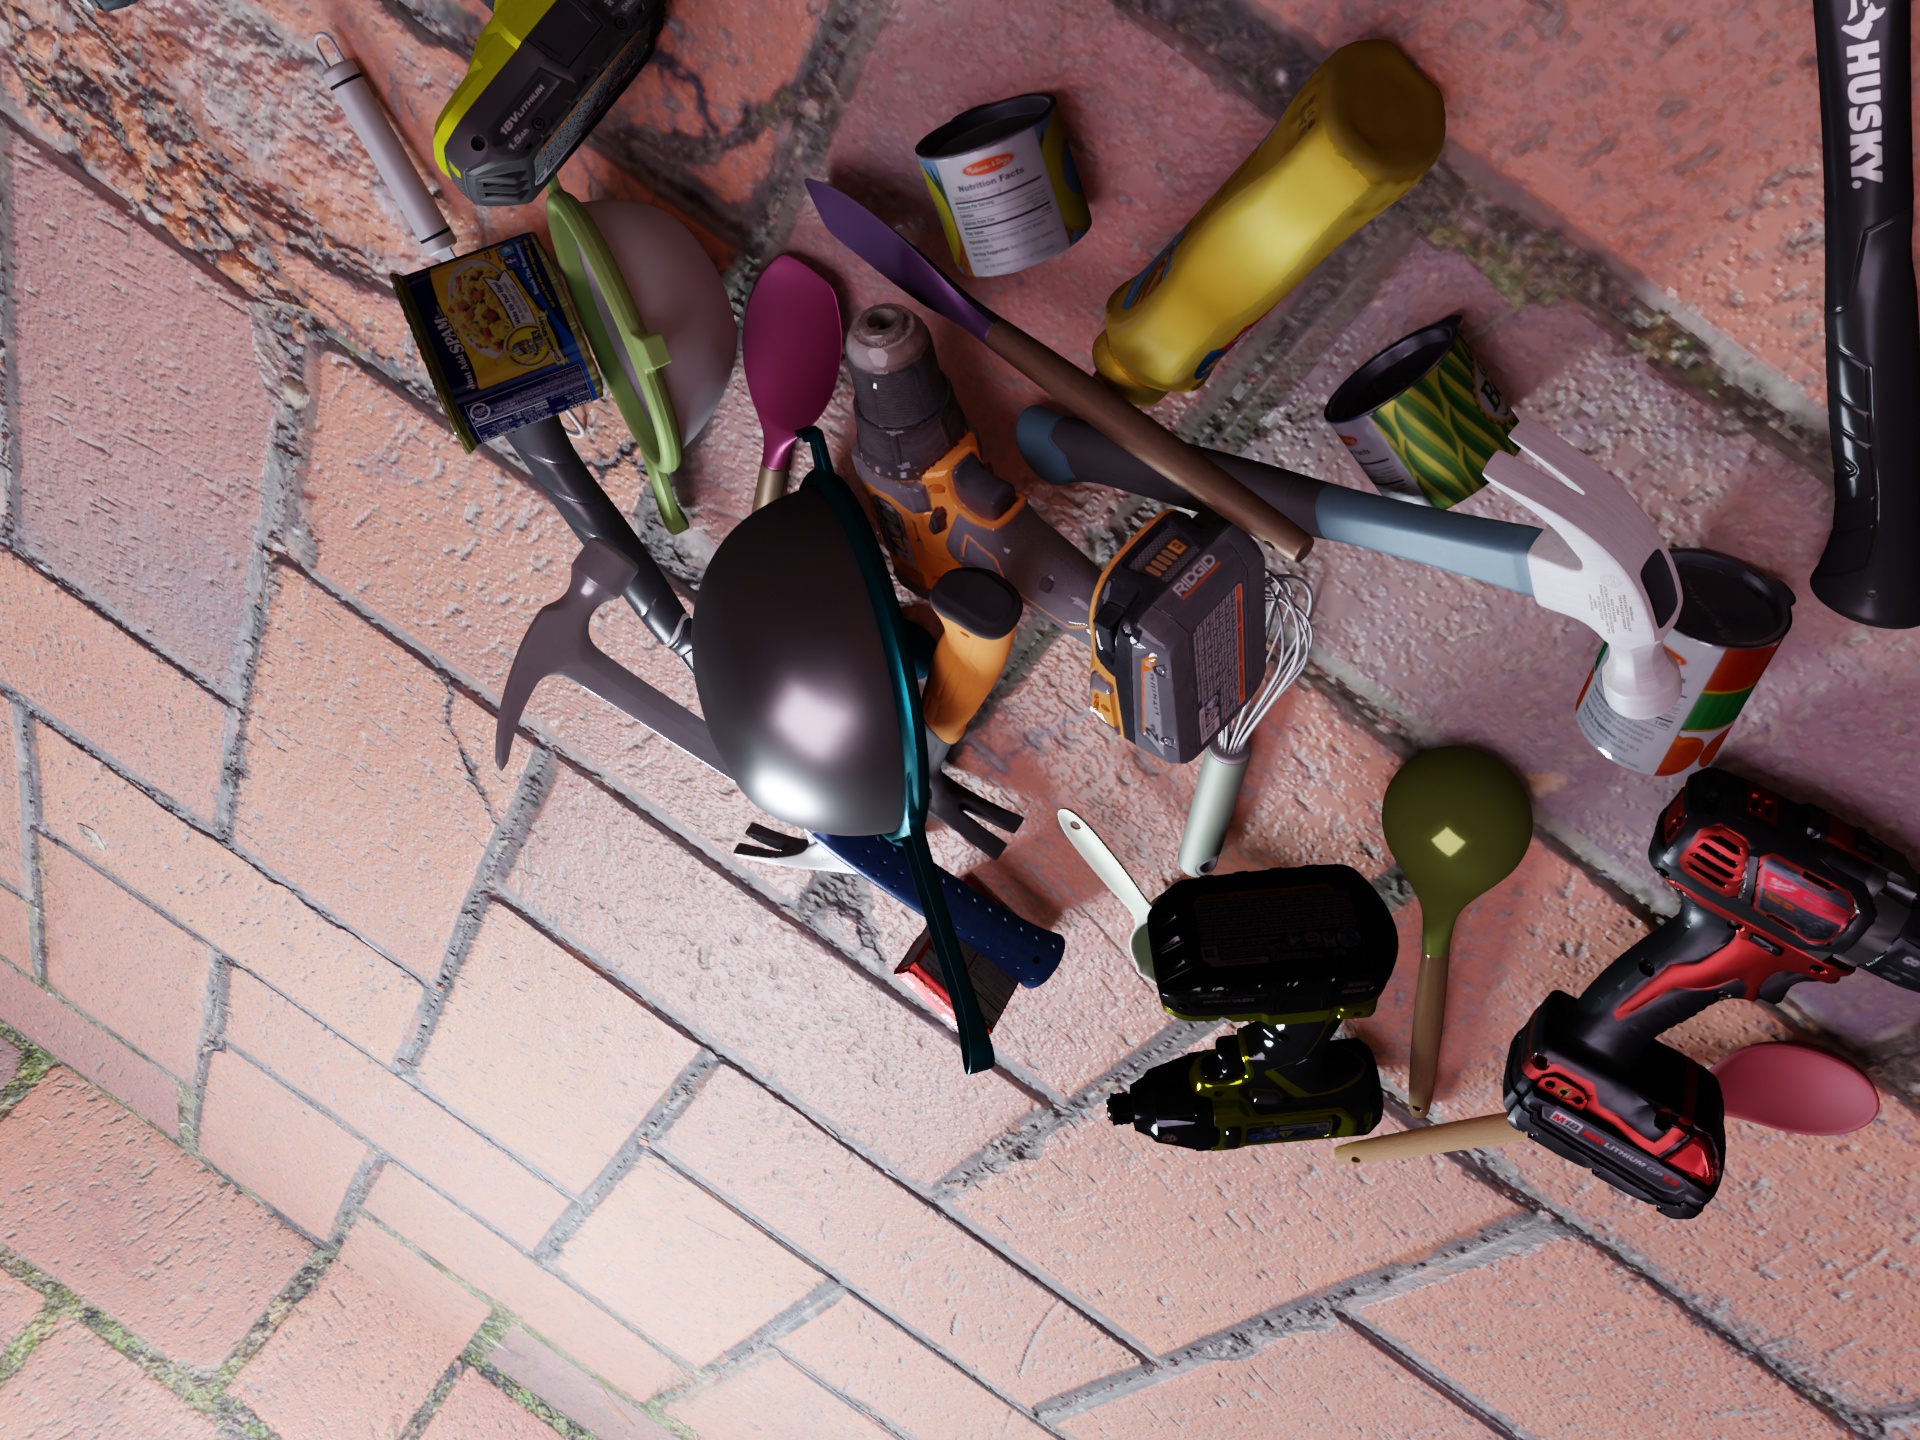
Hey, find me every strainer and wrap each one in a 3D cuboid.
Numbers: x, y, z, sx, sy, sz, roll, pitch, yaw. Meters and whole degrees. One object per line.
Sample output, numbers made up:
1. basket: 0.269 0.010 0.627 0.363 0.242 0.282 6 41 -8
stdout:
1. strainer: -0.074 0.031 0.836 0.210 0.095 0.341 107 147 -62
2. strainer: -0.156 -0.187 0.878 0.152 0.069 0.256 60 167 23
3. strainer: -0.297 -0.267 0.914 0.087 0.050 0.258 -8 121 36

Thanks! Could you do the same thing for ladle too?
1. ladle: 0.280 0.138 0.930 0.078 0.062 0.319 15 142 24
2. ladle: 0.365 0.234 0.935 0.315 0.031 0.069 -21 111 34

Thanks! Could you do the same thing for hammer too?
1. hammer: 0.343 -0.175 0.589 0.146 0.035 0.334 1 129 33
2. hammer: -0.099 0.060 0.992 0.405 0.144 0.035 35 175 -22
3. hammer: -0.001 -0.003 0.874 0.127 0.034 0.336 35 163 4
4. hammer: 0.154 -0.095 0.712 0.331 0.033 0.128 23 153 41
5. hammer: -0.174 -0.044 1.016 0.149 0.036 0.408 -6 130 35

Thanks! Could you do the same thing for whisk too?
1. whisk: 0.151 0.009 0.885 0.059 0.058 0.246 53 153 33

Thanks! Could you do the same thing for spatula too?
1. spatula: 0.034 -0.165 0.722 0.316 0.018 0.059 41 173 24

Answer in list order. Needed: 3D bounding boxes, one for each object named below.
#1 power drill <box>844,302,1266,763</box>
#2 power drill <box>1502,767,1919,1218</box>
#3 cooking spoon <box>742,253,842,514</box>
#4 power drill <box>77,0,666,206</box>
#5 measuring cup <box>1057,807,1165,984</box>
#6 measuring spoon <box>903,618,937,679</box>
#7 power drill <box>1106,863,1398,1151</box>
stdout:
1. power drill: 0.036 -0.096 0.771 0.226 0.084 0.185 35 159 29
2. power drill: 0.402 0.148 0.802 0.188 0.080 0.226 29 125 10
3. cooking spoon: -0.113 -0.133 0.934 0.069 0.017 0.318 39 141 16
4. power drill: -0.269 -0.345 0.719 0.228 0.190 0.080 38 173 -12
5. measuring cup: 0.121 0.107 0.998 0.083 0.038 0.167 -26 110 45
6. measuring spoon: -0.063 -0.070 0.959 0.128 0.021 0.042 47 137 -14
7. power drill: 0.173 0.187 0.957 0.171 0.080 0.223 -5 138 1
